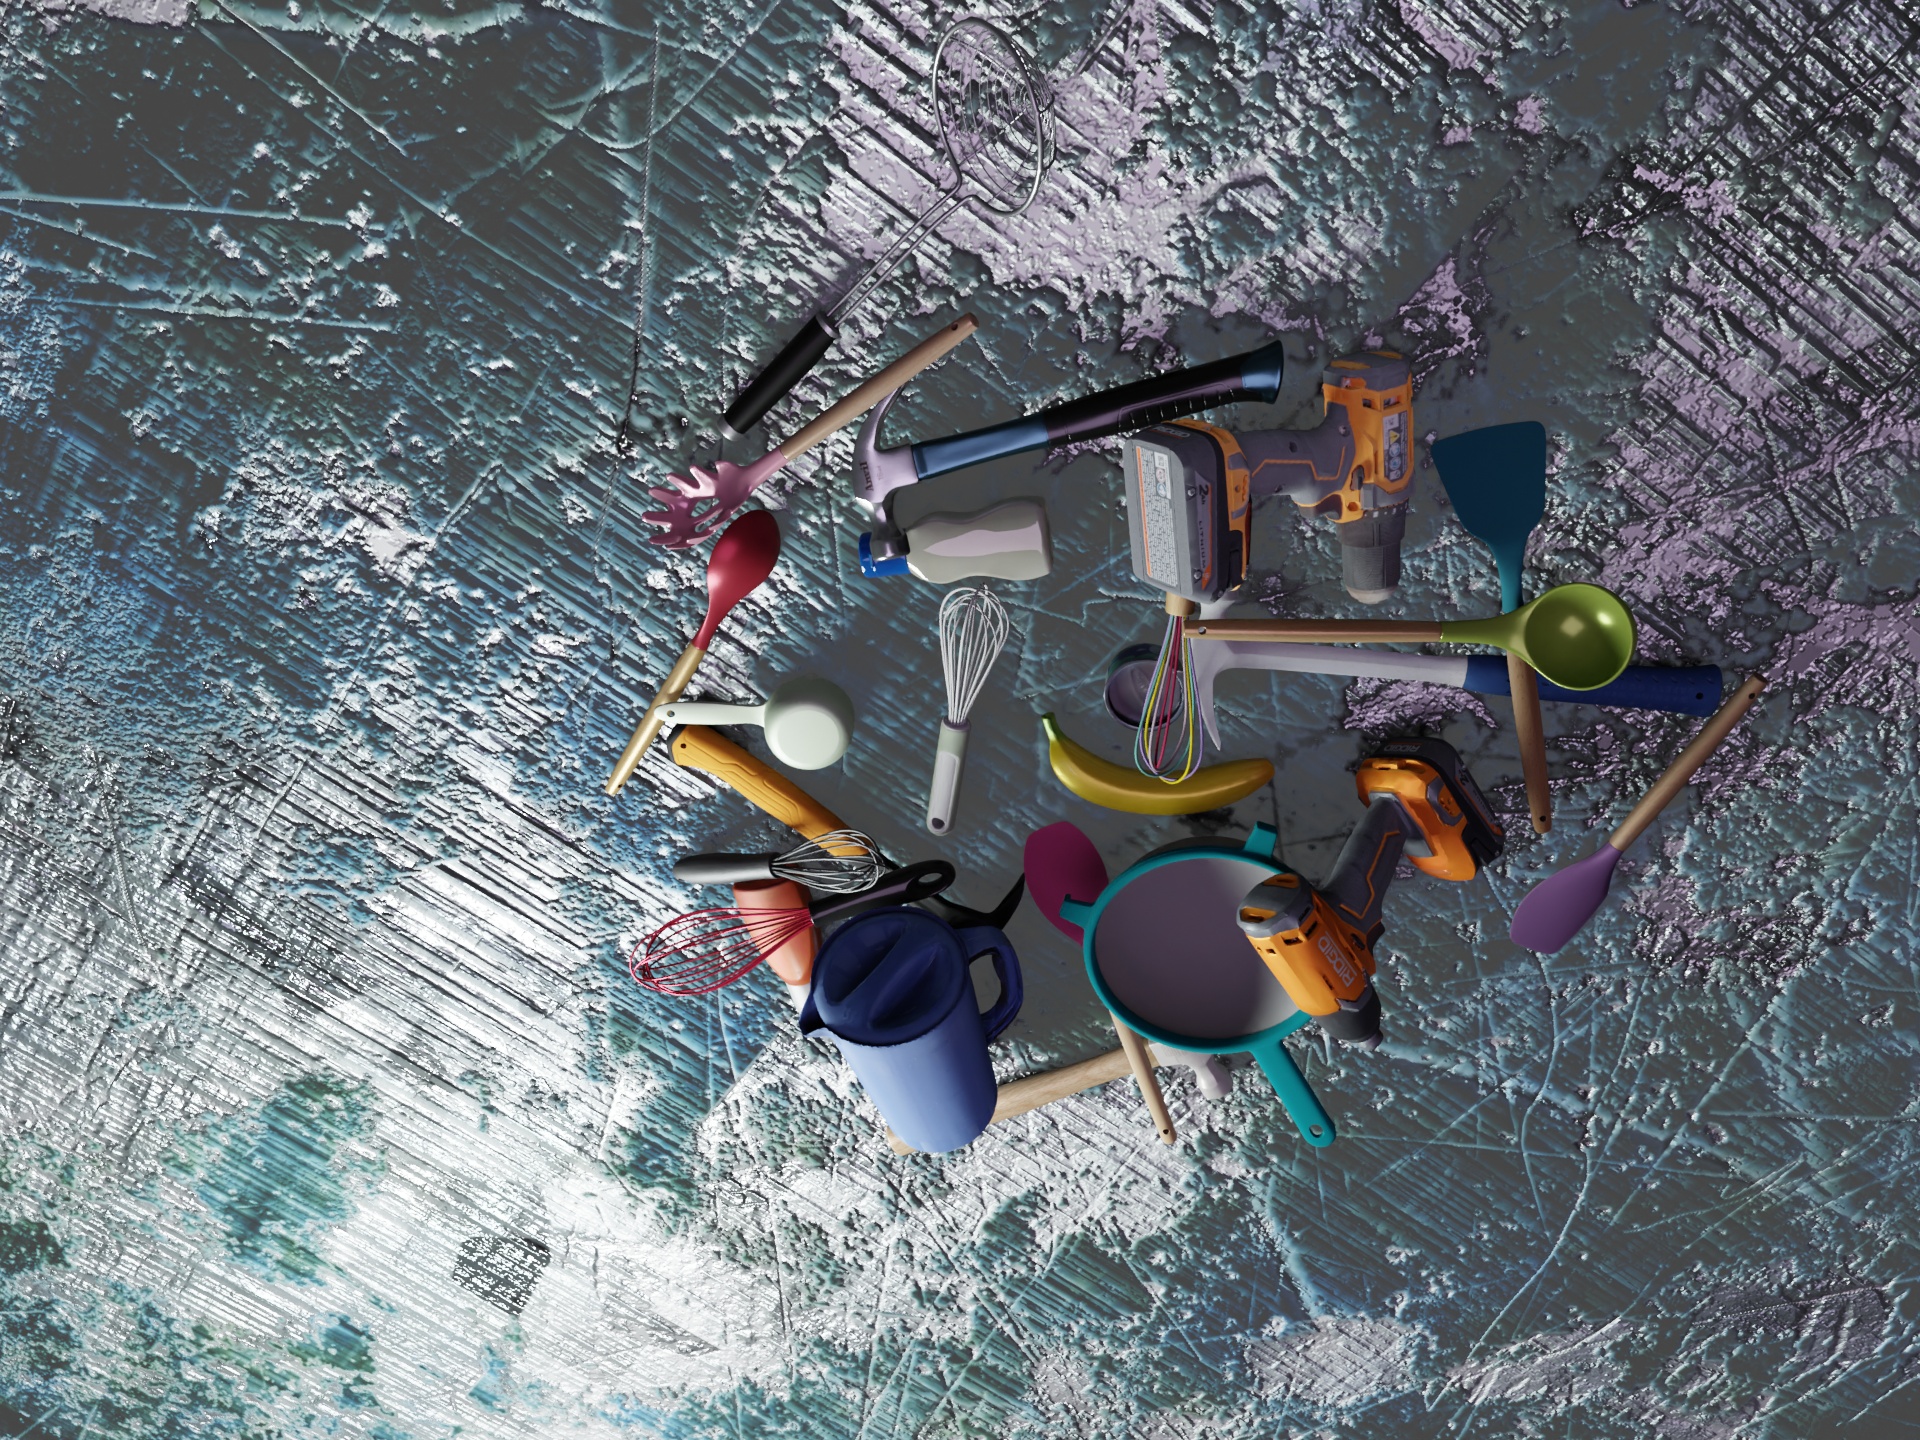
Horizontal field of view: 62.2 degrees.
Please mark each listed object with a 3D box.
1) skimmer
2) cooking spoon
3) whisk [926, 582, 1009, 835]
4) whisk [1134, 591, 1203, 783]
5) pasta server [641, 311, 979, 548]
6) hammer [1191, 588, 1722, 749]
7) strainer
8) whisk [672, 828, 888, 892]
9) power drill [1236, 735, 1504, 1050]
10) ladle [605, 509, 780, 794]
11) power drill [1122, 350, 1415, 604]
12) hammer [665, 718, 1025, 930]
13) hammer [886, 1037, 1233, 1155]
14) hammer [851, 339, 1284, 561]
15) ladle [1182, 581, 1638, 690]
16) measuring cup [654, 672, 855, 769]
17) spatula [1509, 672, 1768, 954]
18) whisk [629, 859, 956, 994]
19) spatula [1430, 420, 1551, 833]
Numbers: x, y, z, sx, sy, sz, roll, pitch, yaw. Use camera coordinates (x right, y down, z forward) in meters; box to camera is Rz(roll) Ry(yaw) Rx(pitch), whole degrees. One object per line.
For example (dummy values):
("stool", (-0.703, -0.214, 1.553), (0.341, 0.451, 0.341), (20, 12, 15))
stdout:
("skimmer", (-0.070, -0.326, 1.121), (0.363, 0.090, 0.127), (-40, 74, 26))
("cooking spoon", (0.132, 0.235, 1.403), (0.069, 0.017, 0.318), (-21, 102, 5))
("whisk", (-0.002, -0.004, 1.308), (0.058, 0.059, 0.246), (17, 124, 11))
("whisk", (0.161, -0.063, 1.202), (0.051, 0.047, 0.244), (-2, 115, -7))
("pasta server", (-0.116, -0.216, 1.190), (0.316, 0.040, 0.060), (-29, 71, 28))
("hammer", (0.381, -0.034, 1.242), (0.405, 0.035, 0.144), (5, 105, 2))
("strainer", (0.244, 0.222, 1.372), (0.211, 0.095, 0.340), (-24, 114, 20))
("whisk", (-0.160, 0.124, 1.360), (0.239, 0.055, 0.055), (-7, 119, 35))
("power drill", (0.329, 0.139, 1.250), (0.164, 0.226, 0.084), (53, 155, -20))
("ladle", (-0.228, -0.046, 1.316), (0.031, 0.069, 0.315), (52, 125, 24))
("power drill", (0.232, -0.150, 1.135), (0.226, 0.084, 0.185), (-21, 118, -24))
("hammer", (-0.105, 0.096, 1.379), (0.336, 0.034, 0.127), (35, 117, -12))
("hammer", (0.078, 0.343, 1.490), (0.331, 0.031, 0.130), (-23, 113, 18))
("hammer", (0.078, -0.218, 1.178), (0.331, 0.033, 0.128), (-13, 97, 9))
("ladle", (0.323, -0.063, 1.151), (0.320, 0.062, 0.078), (1, 101, 3))
("measuring cup", (-0.171, 0.003, 1.320), (0.167, 0.038, 0.083), (2, 119, -7))
("spatula", (0.543, 0.082, 1.284), (0.059, 0.018, 0.315), (21, 127, -7))
("whisk", (-0.145, 0.173, 1.366), (0.296, 0.073, 0.073), (-18, 115, 5))
("spatula", (0.421, -0.063, 1.202), (0.082, 0.044, 0.317), (-11, 109, 9))
